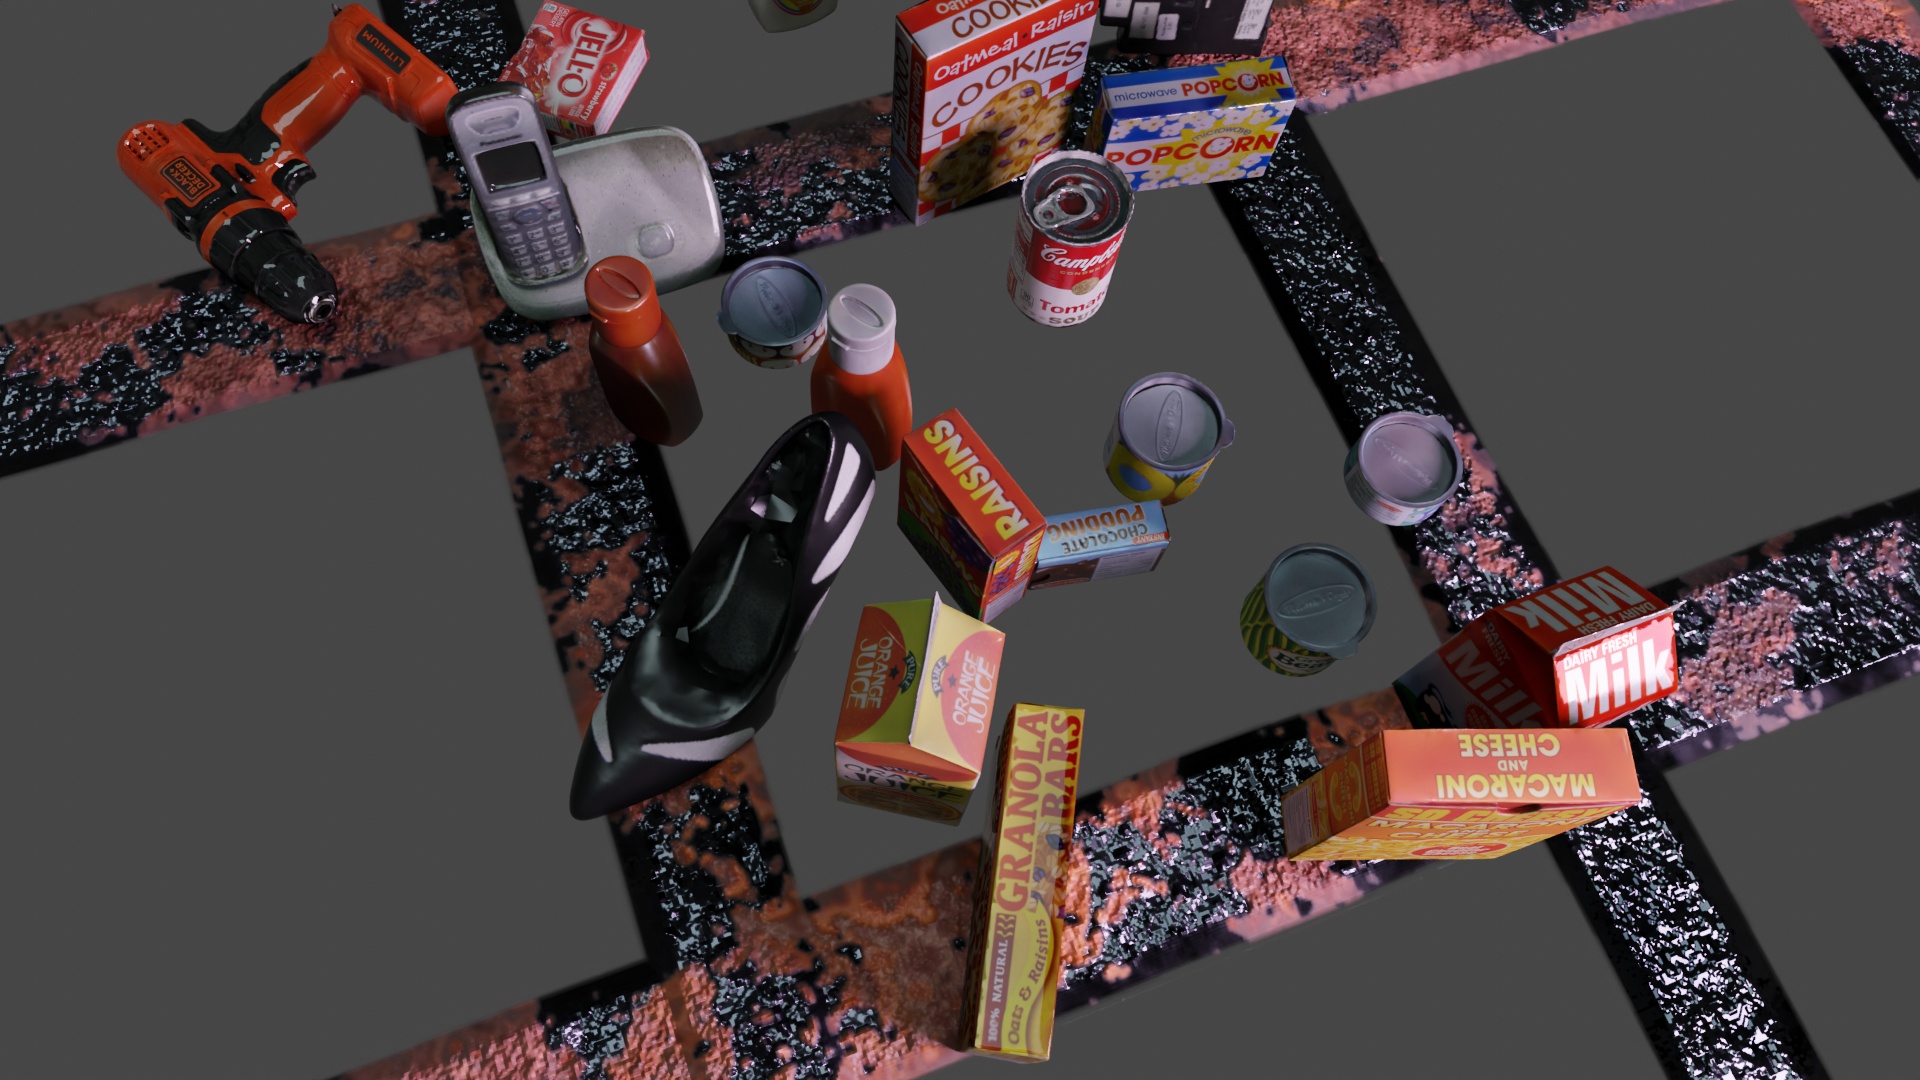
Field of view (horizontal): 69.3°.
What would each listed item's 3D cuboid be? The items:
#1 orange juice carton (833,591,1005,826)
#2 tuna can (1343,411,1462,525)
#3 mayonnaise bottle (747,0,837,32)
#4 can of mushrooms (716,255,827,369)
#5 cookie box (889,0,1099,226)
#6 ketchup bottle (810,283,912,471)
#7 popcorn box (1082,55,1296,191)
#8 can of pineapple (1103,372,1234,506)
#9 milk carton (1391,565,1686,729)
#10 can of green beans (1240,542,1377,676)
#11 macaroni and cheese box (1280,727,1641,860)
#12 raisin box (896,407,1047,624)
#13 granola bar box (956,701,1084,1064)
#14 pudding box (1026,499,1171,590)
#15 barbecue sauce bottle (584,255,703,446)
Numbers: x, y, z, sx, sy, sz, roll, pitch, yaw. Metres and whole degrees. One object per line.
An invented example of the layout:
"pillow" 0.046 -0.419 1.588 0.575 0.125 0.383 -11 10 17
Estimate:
"orange juice carton" -0.023 0.089 0.709 0.073 0.192 0.072 12 68 0
"tuna can" 0.278 -0.046 0.872 0.071 0.032 0.071 1 68 -4
"mayonnaise bottle" -0.114 -0.406 0.924 0.065 0.147 0.041 -25 73 -13
"can of mushrooms" -0.119 -0.143 0.880 0.071 0.033 0.071 1 68 -4
"cookie box" 0.017 -0.284 0.875 0.123 0.166 0.040 -30 74 -14
"ketchup bottle" -0.058 -0.094 0.803 0.065 0.148 0.044 37 71 10
"popcorn box" 0.150 -0.275 0.925 0.127 0.085 0.038 -9 70 -8
"can of pineapple" 0.126 -0.060 0.852 0.071 0.057 0.071 1 68 -4
"milk carton" 0.308 0.073 0.742 0.072 0.189 0.073 -18 71 -11
"can of green beans" 0.203 0.042 0.817 0.071 0.057 0.071 1 68 -4
"macaroni and cheese box" 0.252 0.136 0.725 0.124 0.165 0.040 0 69 -4
"raisin box" 0.003 -0.010 0.788 0.040 0.123 0.086 -33 74 -15
"granola bar box" 0.029 0.179 0.714 0.039 0.123 0.166 8 68 -1
"pudding box" 0.079 0.003 0.828 0.084 0.049 0.030 -9 70 -8
"barbecue sauce bottle" -0.186 -0.108 0.799 0.065 0.148 0.044 35 70 9
